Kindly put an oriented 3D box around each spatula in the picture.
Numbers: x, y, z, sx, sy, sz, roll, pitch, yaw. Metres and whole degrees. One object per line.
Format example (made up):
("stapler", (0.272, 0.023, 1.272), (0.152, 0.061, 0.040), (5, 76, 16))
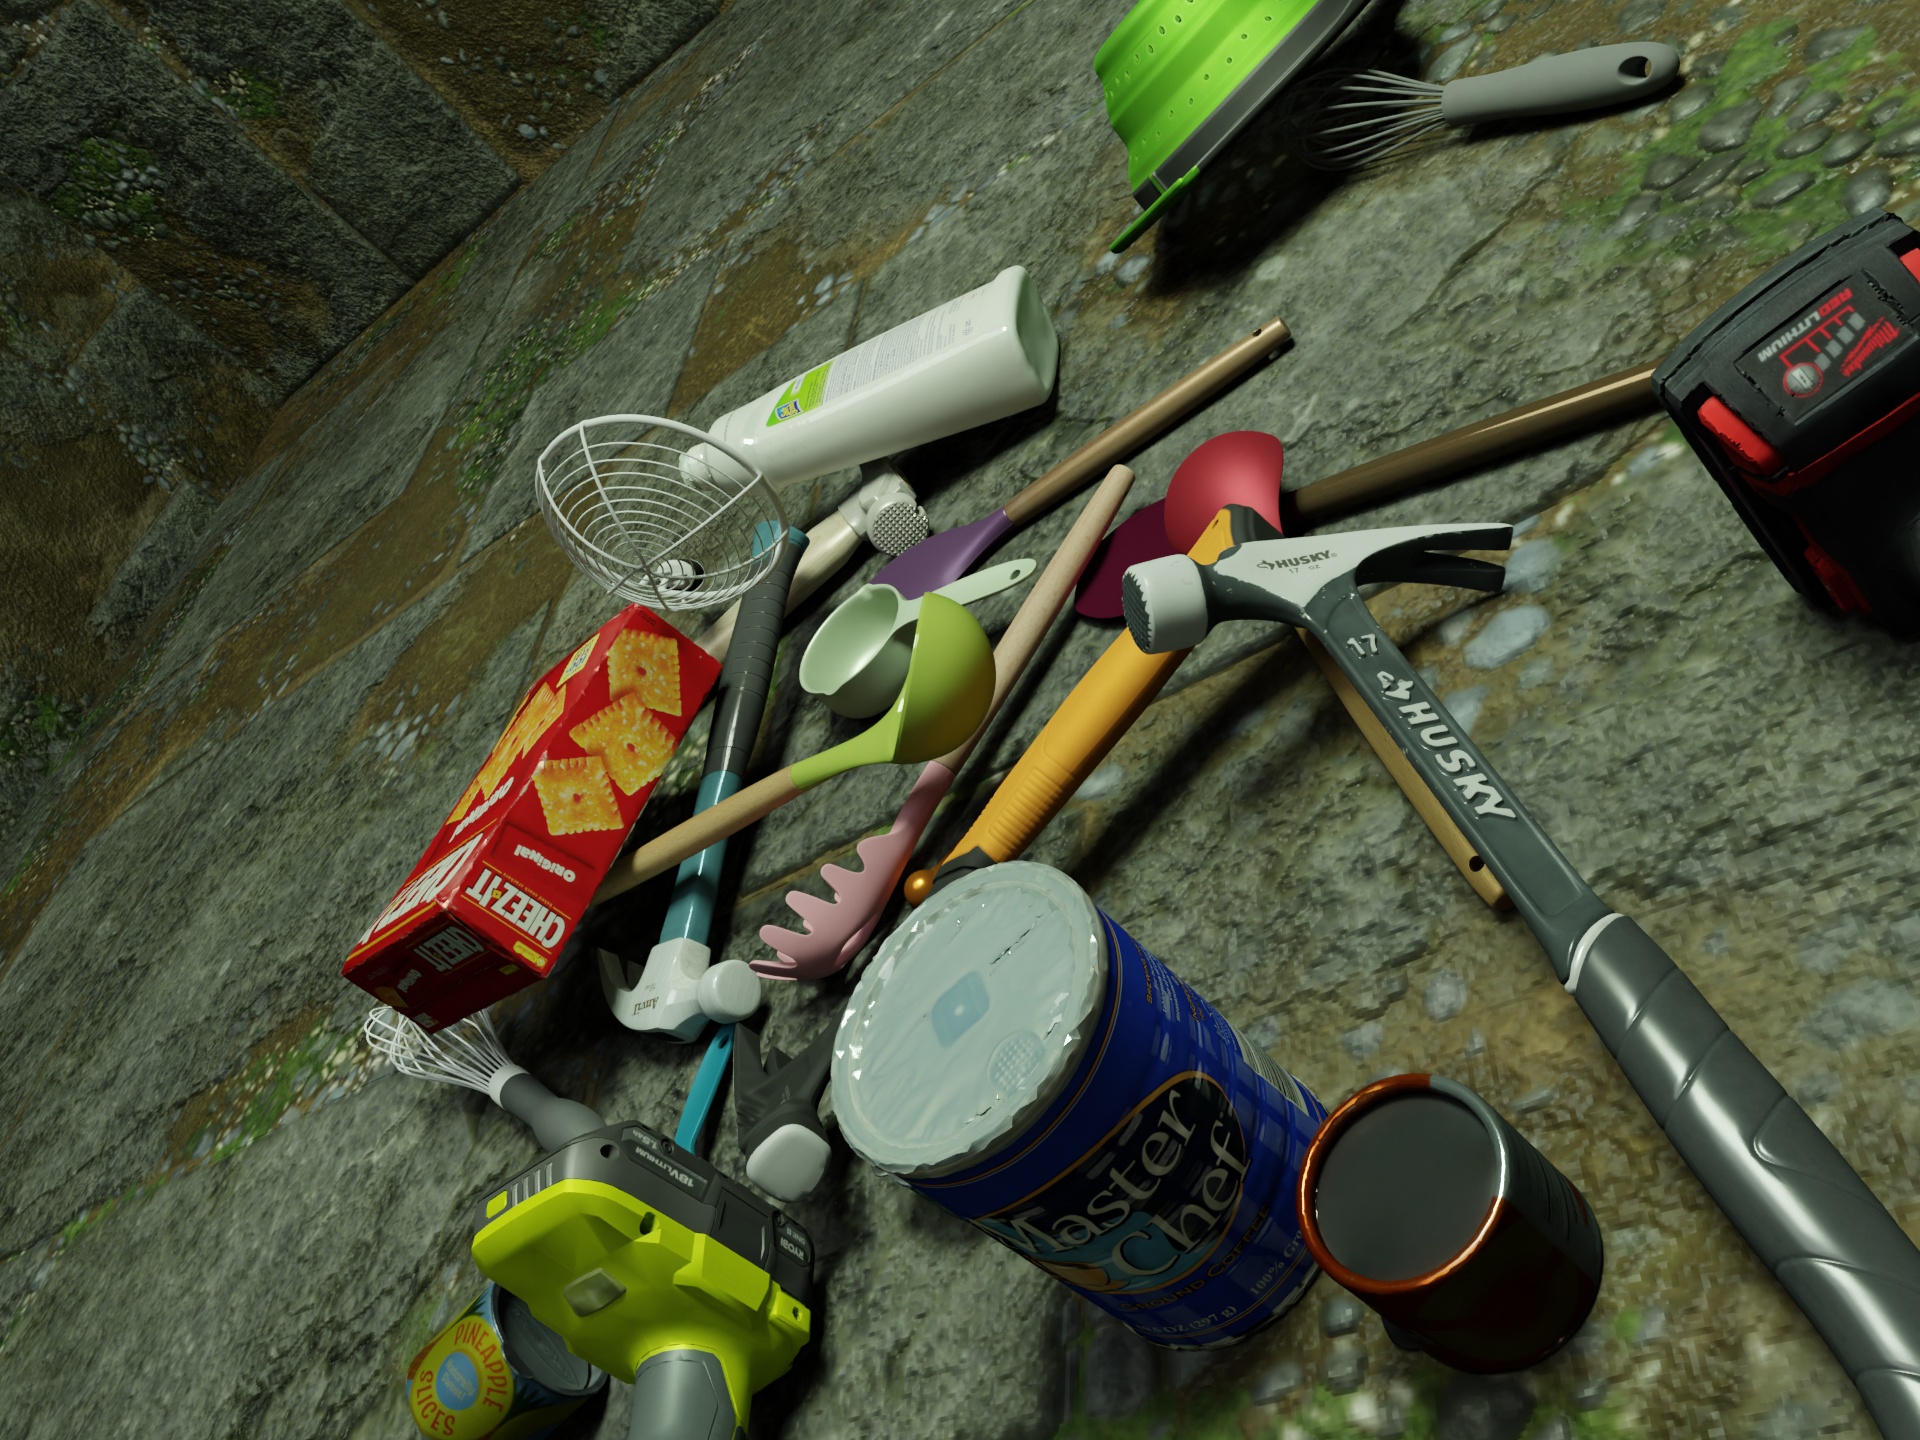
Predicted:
("spatula", (0.049, -0.131, 0.898), (0.316, 0.018, 0.060), (-32, 41, 25))

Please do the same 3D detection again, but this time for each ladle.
("ladle", (0.147, -0.036, 0.651), (0.069, 0.031, 0.316), (-44, 37, 19))
("ladle", (-0.105, 0.031, 0.779), (0.320, 0.062, 0.078), (-28, 36, 35))

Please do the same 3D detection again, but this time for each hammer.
("hammer", (-0.189, -0.025, 1.054), (0.410, 0.038, 0.146), (-42, 30, 9))
("hammer", (0.184, 0.056, 0.477), (0.149, 0.036, 0.409), (-12, 40, -9))
("hammer", (-0.130, 0.022, 0.893), (0.128, 0.033, 0.331), (-24, 46, 42))
("hammer", (0.018, 0.045, 0.676), (0.337, 0.034, 0.127), (-51, 16, 3))

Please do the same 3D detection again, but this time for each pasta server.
("pasta server", (-0.001, -0.003, 0.787), (0.316, 0.040, 0.060), (-58, -12, -14))

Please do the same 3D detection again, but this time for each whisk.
("whisk", (0.260, -0.326, 0.831), (0.239, 0.055, 0.055), (14, 67, 51))
("whisk", (-0.264, 0.194, 0.889), (0.285, 0.070, 0.070), (12, 65, 50))

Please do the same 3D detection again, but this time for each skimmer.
("skimmer", (-0.161, -0.112, 0.918), (0.363, 0.127, 0.090), (-136, 61, -82))

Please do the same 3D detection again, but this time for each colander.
("colander", (0.197, -0.454, 0.957), (0.397, 0.094, 0.204), (-49, 10, -17))

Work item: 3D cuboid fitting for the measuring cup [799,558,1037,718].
("measuring cup", (-0.016, -0.048, 0.870), (0.167, 0.038, 0.083), (-19, 42, 35))

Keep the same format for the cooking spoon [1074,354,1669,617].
("cooking spoon", (0.177, -0.104, 0.714), (0.319, 0.017, 0.069), (-17, 47, 41))

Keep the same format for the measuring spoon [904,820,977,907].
("measuring spoon", (0.014, 0.044, 0.753), (0.117, 0.011, 0.021), (-45, 32, 5))

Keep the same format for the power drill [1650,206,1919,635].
("power drill", (0.276, -0.042, 0.409), (0.078, 0.143, 0.220), (-39, 30, 20))

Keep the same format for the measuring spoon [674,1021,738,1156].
("measuring spoon", (-0.120, 0.195, 0.754), (0.042, 0.021, 0.129), (-32, 25, 31))

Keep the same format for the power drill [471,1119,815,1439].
("power drill", (-0.120, 0.258, 0.536), (0.080, 0.171, 0.223), (-35, 31, 21))
